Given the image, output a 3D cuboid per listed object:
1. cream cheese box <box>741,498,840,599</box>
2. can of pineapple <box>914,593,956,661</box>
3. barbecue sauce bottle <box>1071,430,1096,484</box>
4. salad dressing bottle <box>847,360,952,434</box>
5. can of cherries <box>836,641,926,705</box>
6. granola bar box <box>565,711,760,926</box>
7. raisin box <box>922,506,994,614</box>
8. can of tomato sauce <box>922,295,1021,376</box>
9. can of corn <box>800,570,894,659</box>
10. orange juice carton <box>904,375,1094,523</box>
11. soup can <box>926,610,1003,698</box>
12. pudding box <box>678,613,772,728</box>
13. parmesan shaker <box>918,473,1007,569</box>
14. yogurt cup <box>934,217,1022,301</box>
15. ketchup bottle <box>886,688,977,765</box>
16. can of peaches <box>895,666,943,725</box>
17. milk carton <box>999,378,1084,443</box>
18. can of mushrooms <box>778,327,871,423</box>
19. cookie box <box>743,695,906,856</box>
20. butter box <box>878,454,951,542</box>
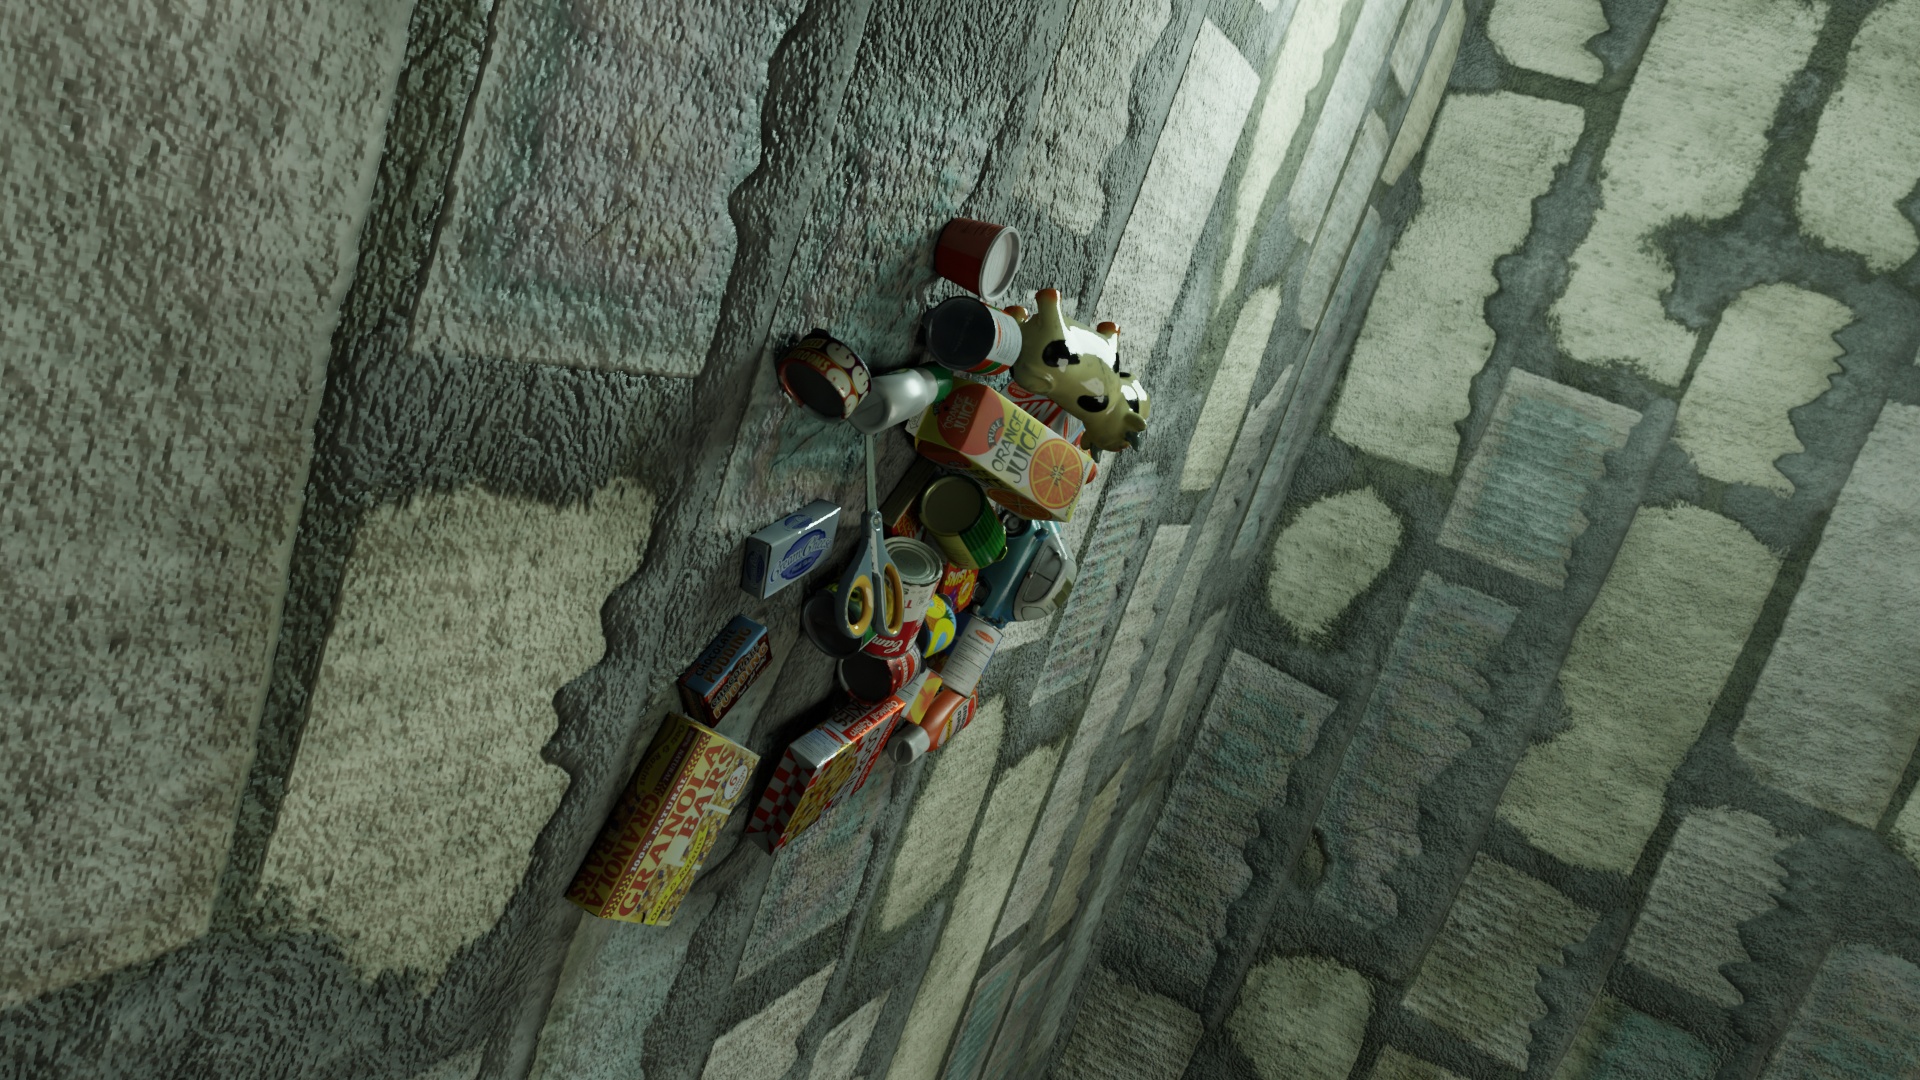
[{"bbox_3d":[-0.141,0.006,1.165,0.104,0.024,0.053,-33,142,-55],"label":"cream cheese box"},{"bbox_3d":[-0.046,0.088,1.425,0.058,0.071,0.070,-20,131,-62],"label":"can of pineapple"},{"bbox_3d":[0.132,-0.102,1.678,0.065,0.044,0.148,-65,160,-4],"label":"barbecue sauce bottle"},{"bbox_3d":[-0.050,-0.127,1.201,0.044,0.064,0.148,63,25,-4],"label":"salad dressing bottle"},{"bbox_3d":[-0.078,0.124,1.379,0.058,0.071,0.071,-27,137,-58],"label":"can of cherries"},{"bbox_3d":[-0.242,0.234,1.151,0.166,0.039,0.124,-62,159,-10],"label":"granola bar box"},{"bbox_3d":[-0.011,0.023,1.477,0.086,0.040,0.122,-33,143,-56],"label":"raisin box"},{"bbox_3d":[0.011,-0.185,1.263,0.071,0.071,0.083,-69,163,9],"label":"can of tomato sauce"},{"bbox_3d":[-0.102,0.063,1.265,0.058,0.071,0.070,-40,148,-50],"label":"can of corn"},{"bbox_3d":[0.030,-0.091,1.328,0.192,0.073,0.072,31,75,-33],"label":"orange juice carton"},{"bbox_3d":[0.000,0.129,1.585,0.084,0.071,0.071,-61,159,-9],"label":"soup can"},{"bbox_3d":[-0.193,0.107,1.143,0.084,0.030,0.049,-51,154,-35],"label":"pudding box"},{"bbox_3d":[0.005,-0.017,1.352,0.071,0.071,0.103,-61,161,-11],"label":"parmesan shaker"},{"bbox_3d":[0.014,-0.249,1.218,0.073,0.054,0.072,-50,154,-35],"label":"yogurt cup"},{"bbox_3d":[-0.034,0.217,1.628,0.149,0.043,0.064,-29,139,-56],"label":"ketchup bottle"},{"bbox_3d":[-0.059,0.156,1.466,0.058,0.071,0.071,-61,159,-10],"label":"can of peaches"},{"bbox_3d":[0.071,-0.119,1.473,0.191,0.072,0.073,-50,154,-36],"label":"milk carton"},{"bbox_3d":[-0.104,-0.124,1.055,0.033,0.071,0.070,-52,156,-29],"label":"can of mushrooms"},{"bbox_3d":[-0.132,0.223,1.373,0.168,0.040,0.122,-29,151,-58],"label":"cookie box"},{"bbox_3d":[-0.045,-0.039,1.348,0.104,0.024,0.053,-55,156,-26],"label":"butter box"}]
